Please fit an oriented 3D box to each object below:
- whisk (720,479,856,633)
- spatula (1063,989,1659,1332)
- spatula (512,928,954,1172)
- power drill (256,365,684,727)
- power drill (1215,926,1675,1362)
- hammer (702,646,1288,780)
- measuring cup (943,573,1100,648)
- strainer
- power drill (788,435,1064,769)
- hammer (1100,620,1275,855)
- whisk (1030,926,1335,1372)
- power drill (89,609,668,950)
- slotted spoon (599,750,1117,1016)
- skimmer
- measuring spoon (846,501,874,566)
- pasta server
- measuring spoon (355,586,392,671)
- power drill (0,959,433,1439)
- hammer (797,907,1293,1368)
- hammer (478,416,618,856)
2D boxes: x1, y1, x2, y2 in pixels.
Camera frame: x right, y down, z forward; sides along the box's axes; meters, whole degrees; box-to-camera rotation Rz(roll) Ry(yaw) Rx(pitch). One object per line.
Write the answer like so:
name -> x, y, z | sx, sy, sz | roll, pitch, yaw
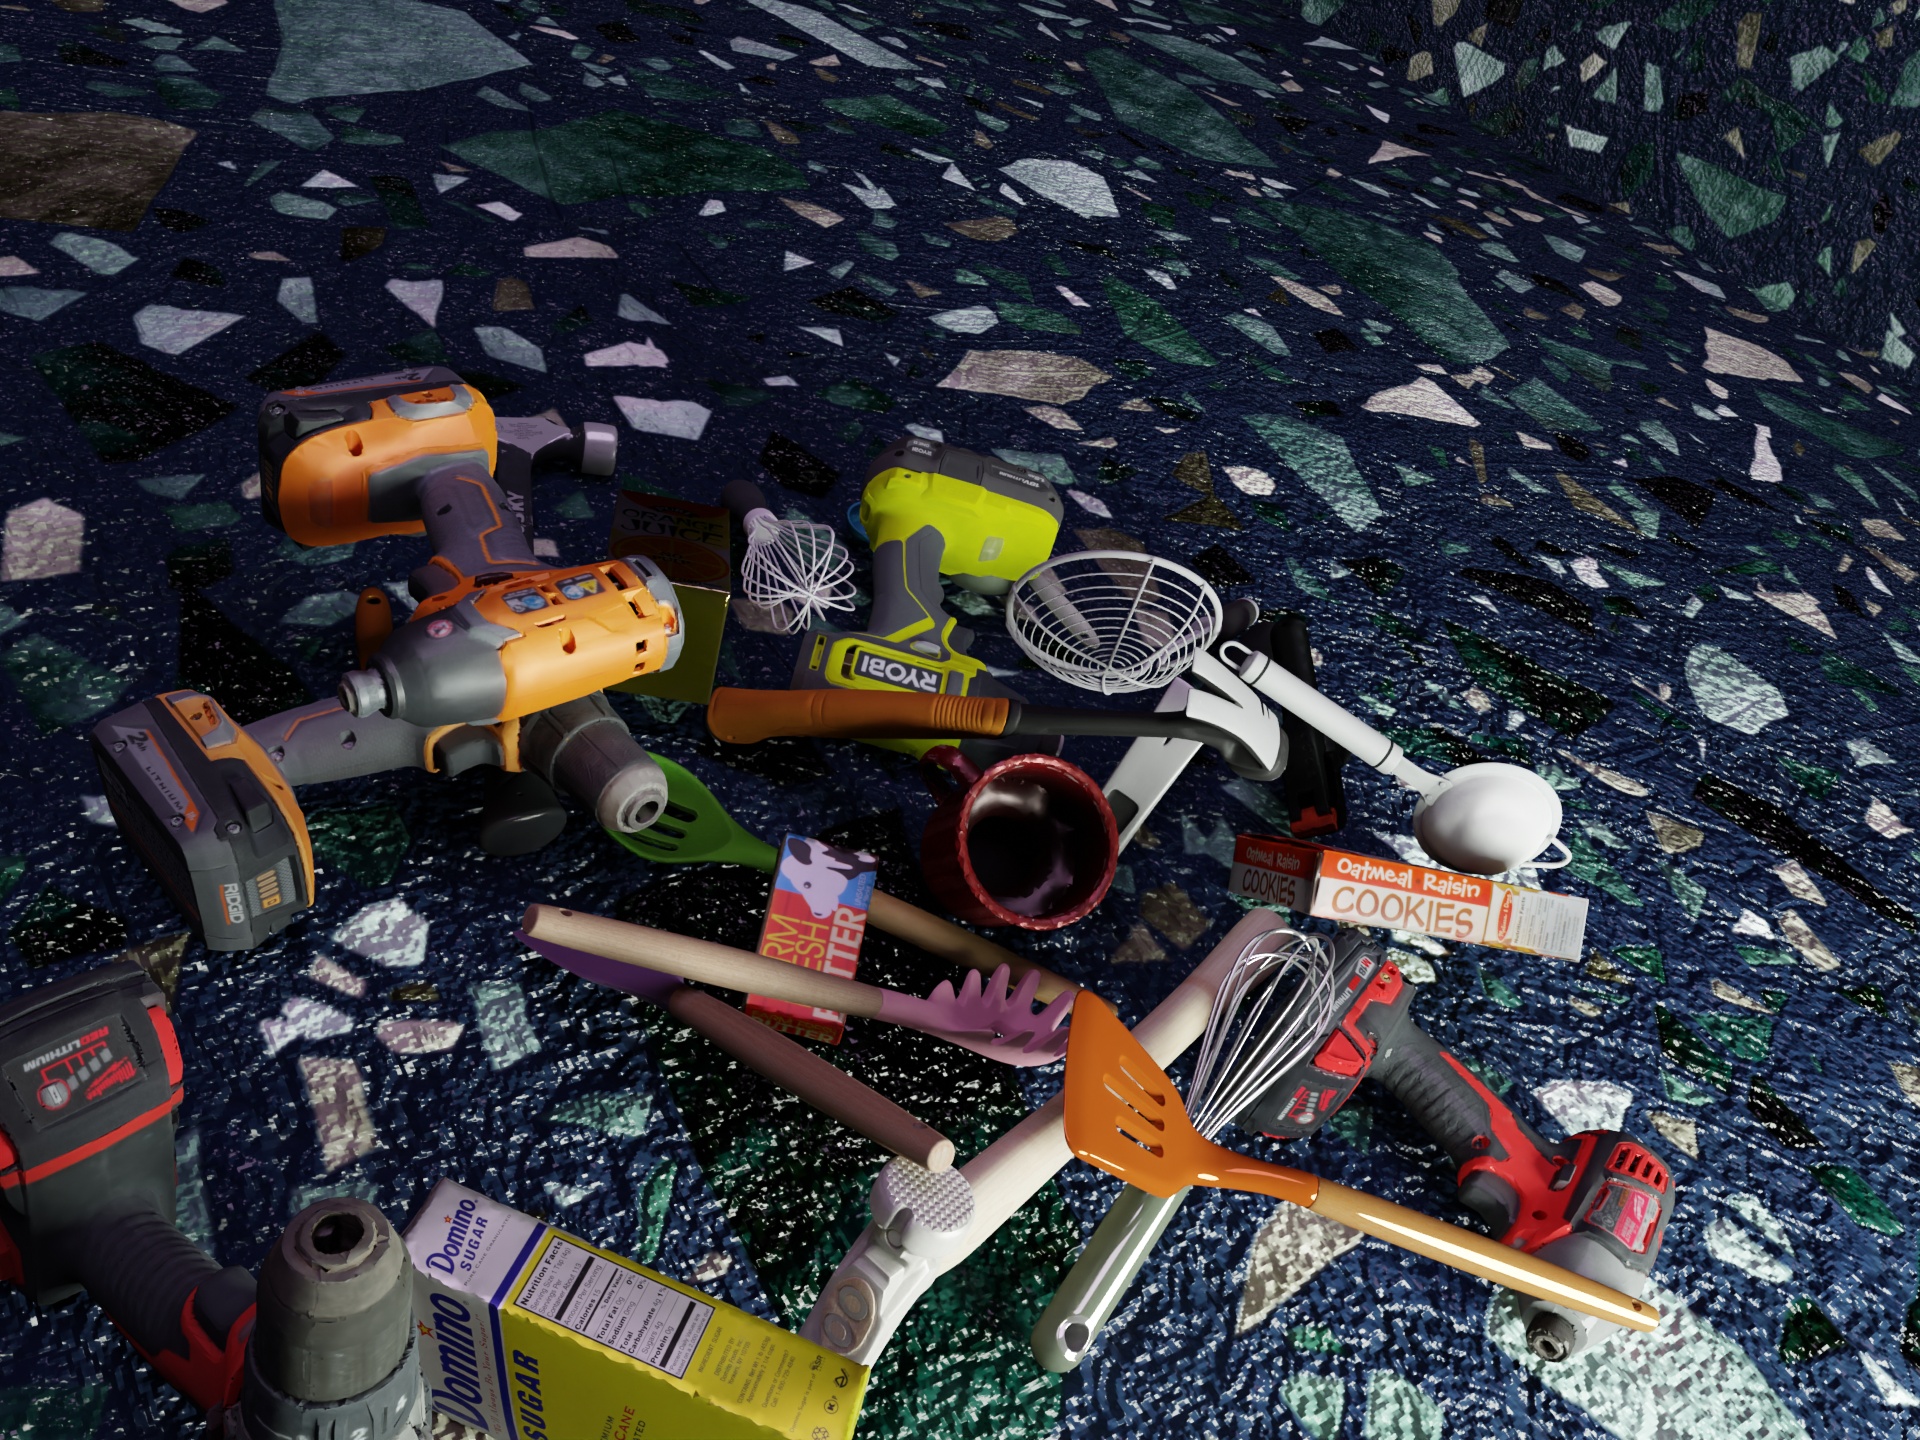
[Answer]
whisk -> -0.122, -0.117, 1.025 | 0.070, 0.070, 0.285 | 6, 18, -19
spatula -> 0.181, 0.213, 0.705 | 0.322, 0.041, 0.081 | 23, 43, -11
spatula -> -0.105, 0.129, 0.686 | 0.059, 0.018, 0.316 | -2, 11, -39
power drill -> -0.266, -0.083, 0.797 | 0.164, 0.084, 0.227 | -22, 53, -38
power drill -> 0.251, 0.220, 0.817 | 0.220, 0.078, 0.143 | 37, 40, 16
hammer -> -0.001, -0.003, 0.863 | 0.337, 0.034, 0.127 | 1, -17, 28
measuring cup -> 0.042, -0.094, 1.141 | 0.083, 0.038, 0.168 | -14, 51, -37
strainer -> 0.260, 0.029, 0.948 | 0.258, 0.086, 0.050 | 33, 34, -5
power drill -> -0.007, -0.070, 1.032 | 0.171, 0.080, 0.223 | 15, 52, -5
hammer -> 0.156, -0.005, 1.024 | 0.035, 0.146, 0.335 | 37, 31, 9
whisk -> 0.106, 0.193, 0.739 | 0.057, 0.059, 0.246 | 46, 65, -14
power drill -> -0.274, 0.025, 0.781 | 0.226, 0.084, 0.185 | -28, 53, -36
slotted spoon -> -0.060, 0.097, 0.863 | 0.314, 0.031, 0.070 | 24, 41, 2
skimmer -> 0.142, -0.081, 1.056 | 0.127, 0.090, 0.363 | -10, 6, 25
measuring spoon -> -0.057, -0.105, 1.132 | 0.042, 0.021, 0.129 | 4, 49, -22
pasta server -> -0.057, 0.120, 0.740 | 0.316, 0.040, 0.060 | 22, 12, -39
measuring spoon -> -0.339, -0.044, 0.920 | 0.021, 0.011, 0.117 | 2, 41, -23
power drill -> -0.260, 0.179, 0.539 | 0.227, 0.187, 0.080 | 35, 38, 25
hammer -> 0.062, 0.185, 0.762 | 0.038, 0.146, 0.410 | 37, 30, 20
hammer -> -0.275, -0.073, 0.968 | 0.149, 0.036, 0.409 | 4, 40, -19
